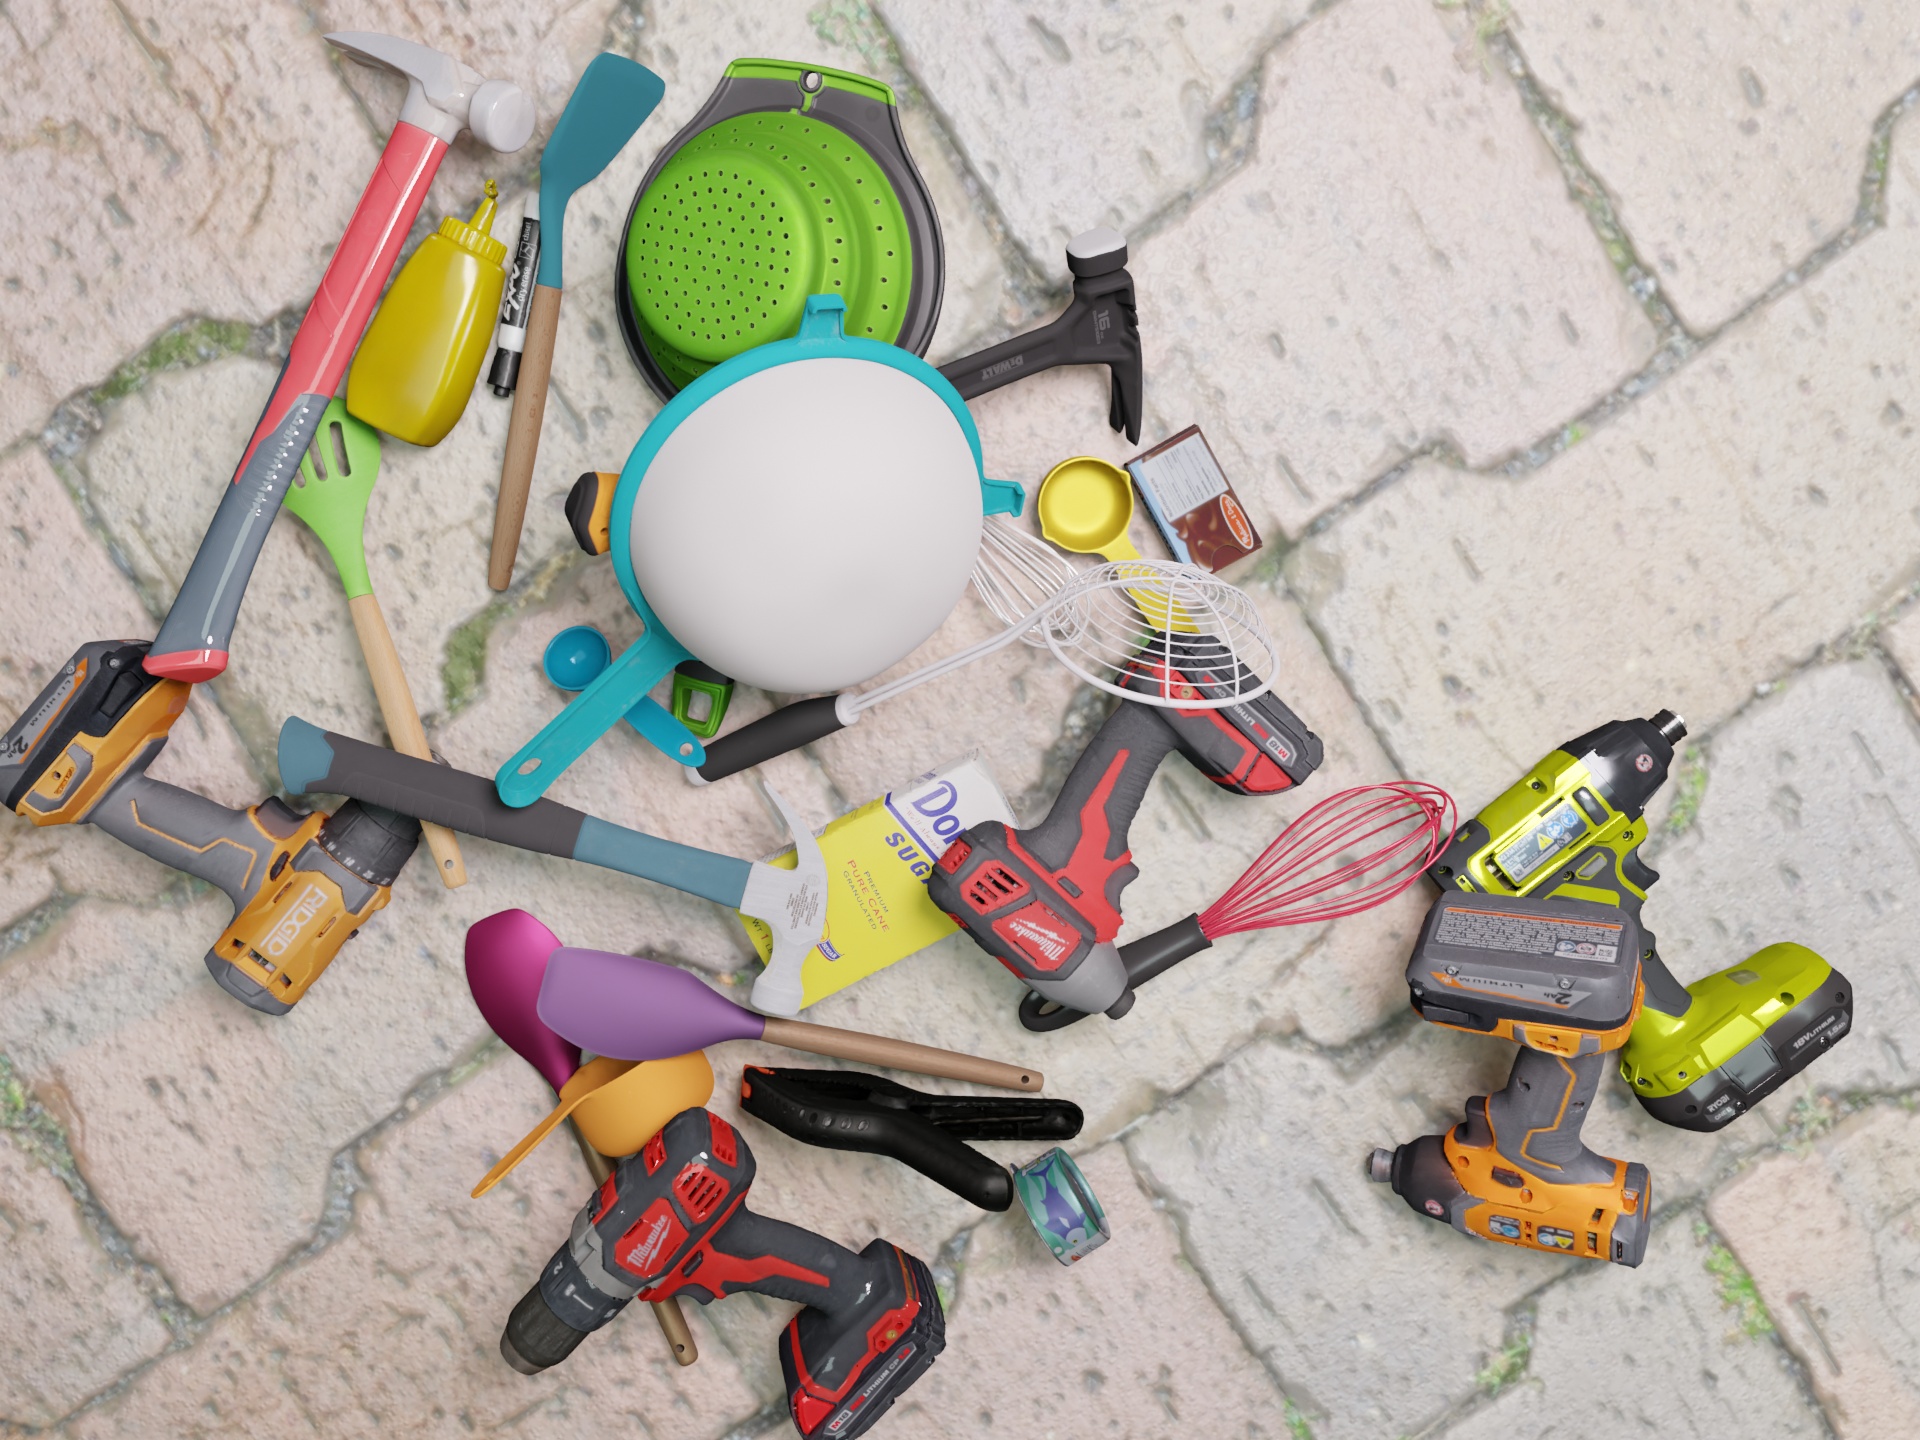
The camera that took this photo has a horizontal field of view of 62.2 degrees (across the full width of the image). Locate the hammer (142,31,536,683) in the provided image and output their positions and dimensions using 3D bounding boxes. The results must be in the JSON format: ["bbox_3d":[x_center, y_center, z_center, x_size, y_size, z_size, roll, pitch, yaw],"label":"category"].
[{"bbox_3d":[-0.383,-0.205,0.912,0.143,0.038,0.386,26,91,21],"label":"hammer"}]

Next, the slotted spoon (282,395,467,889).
[{"bbox_3d":[-0.348,-0.050,0.952,0.070,0.031,0.314,-18,88,-10],"label":"slotted spoon"}]

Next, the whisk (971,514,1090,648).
[{"bbox_3d":[-0.014,-0.135,0.950,0.246,0.059,0.057,45,124,0],"label":"whisk"}]

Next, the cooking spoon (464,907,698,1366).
[{"bbox_3d":[-0.235,0.270,1.017,0.069,0.017,0.319,-22,95,3],"label":"cooking spoon"}]

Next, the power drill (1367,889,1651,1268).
[{"bbox_3d":[0.317,0.215,0.933,0.164,0.084,0.226,3,120,28],"label":"power drill"}]

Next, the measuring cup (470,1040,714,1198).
[{"bbox_3d":[-0.215,0.245,0.944,0.095,0.174,0.052,-22,102,38],"label":"measuring cup"}]

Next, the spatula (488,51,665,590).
[{"bbox_3d":[-0.239,-0.228,0.941,0.044,0.082,0.317,17,103,13],"label":"spatula"}]

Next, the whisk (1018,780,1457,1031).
[{"bbox_3d":[0.165,0.118,0.970,0.296,0.073,0.073,-29,96,10],"label":"whisk"}]

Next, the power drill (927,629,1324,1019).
[{"bbox_3d":[0.100,0.064,0.931,0.143,0.078,0.219,43,86,-11],"label":"power drill"}]

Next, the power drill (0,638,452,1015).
[{"bbox_3d":[-0.440,0.043,0.966,0.226,0.084,0.185,40,89,-8],"label":"power drill"}]

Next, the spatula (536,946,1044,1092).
[{"bbox_3d":[-0.096,0.193,0.962,0.315,0.018,0.060,14,80,-16],"label":"spatula"}]

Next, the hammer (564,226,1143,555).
[{"bbox_3d":[-0.052,-0.159,0.878,0.337,0.034,0.127,-23,130,-12],"label":"hammer"}]

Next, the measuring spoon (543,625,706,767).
[{"bbox_3d":[-0.200,-0.010,0.965,0.129,0.021,0.042,38,80,16],"label":"measuring spoon"}]

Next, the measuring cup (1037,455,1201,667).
[{"bbox_3d":[0.103,-0.094,0.966,0.062,0.029,0.156,-36,107,7],"label":"measuring cup"}]

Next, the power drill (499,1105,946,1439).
[{"bbox_3d":[-0.142,0.354,0.959,0.226,0.080,0.188,40,97,-24],"label":"power drill"}]

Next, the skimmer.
[{"bbox_3d":[-0.001,-0.003,0.909,0.363,0.127,0.090,-21,111,28],"label":"skimmer"}]

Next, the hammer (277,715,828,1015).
[{"bbox_3d":[-0.235,0.065,0.928,0.331,0.033,0.128,17,87,-4],"label":"hammer"}]

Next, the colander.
[{"bbox_3d":[-0.135,-0.176,0.906,0.204,0.094,0.397,15,103,14],"label":"colander"}]

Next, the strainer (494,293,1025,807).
[{"bbox_3d":[-0.117,-0.046,0.846,0.340,0.095,0.210,-41,137,9],"label":"strainer"}]

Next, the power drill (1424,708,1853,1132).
[{"bbox_3d":[0.415,0.117,0.955,0.171,0.080,0.223,-40,91,7],"label":"power drill"}]
